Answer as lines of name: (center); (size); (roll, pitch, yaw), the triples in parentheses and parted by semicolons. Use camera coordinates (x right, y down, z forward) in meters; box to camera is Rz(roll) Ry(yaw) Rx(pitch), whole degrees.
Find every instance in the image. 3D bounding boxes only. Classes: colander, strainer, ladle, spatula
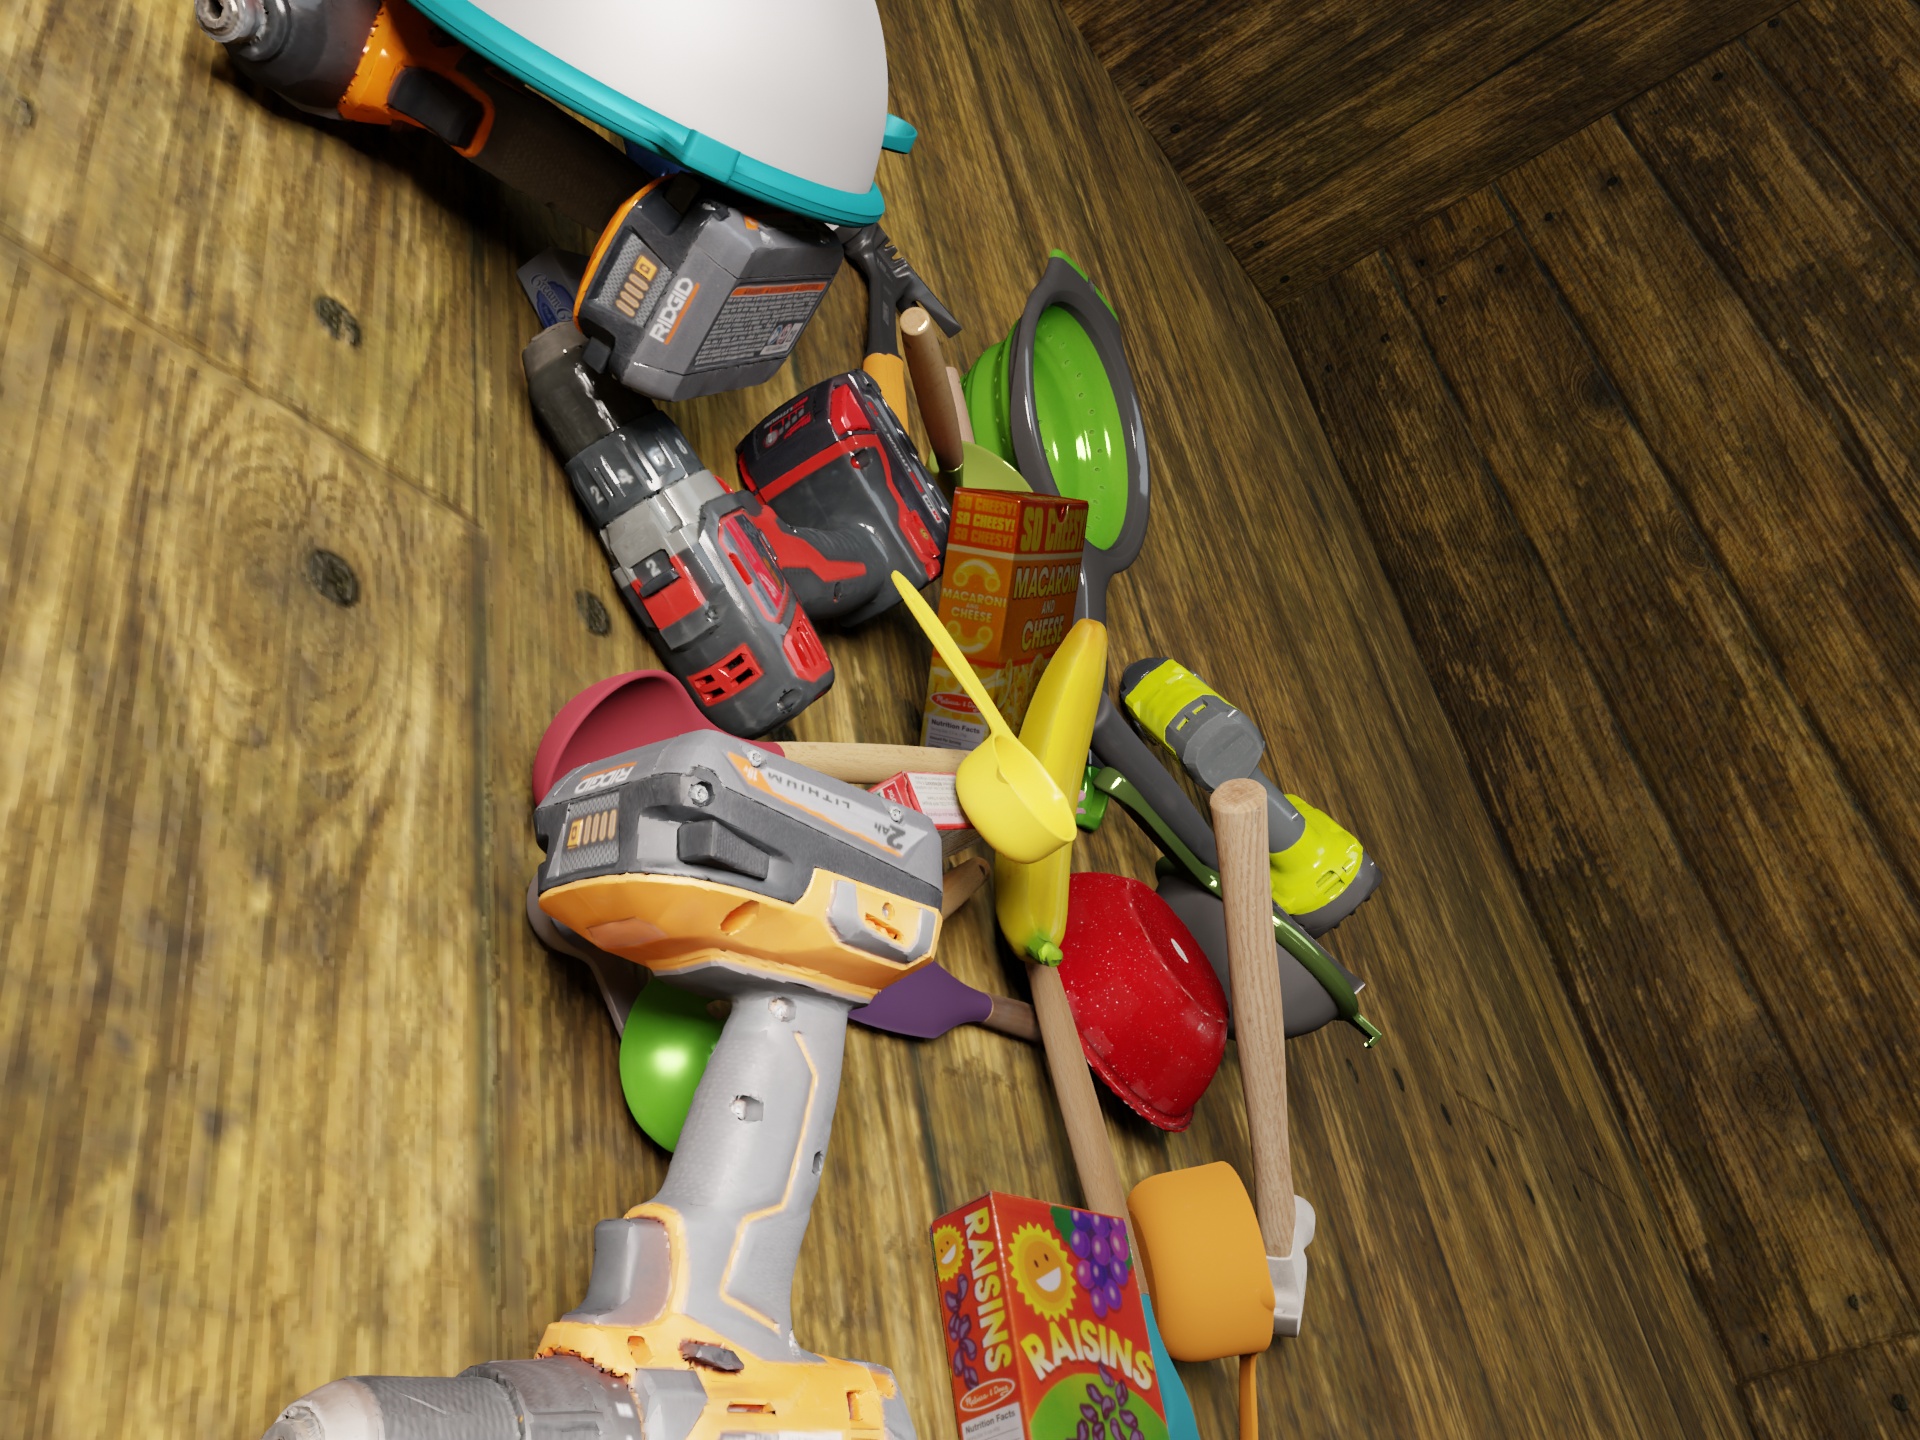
colander: (0.051, -0.117, 1.080); (0.204, 0.094, 0.397); (28, 58, -56)
strainer: (-0.081, -0.298, 0.670); (0.211, 0.095, 0.340); (36, 24, 12)
ladle: (-0.060, 0.017, 0.663); (0.031, 0.069, 0.315); (32, 14, 30)
ladle: (0.002, -0.153, 0.827); (0.078, 0.062, 0.320); (48, -2, 9)
spatula: (0.022, 0.143, 0.781); (0.315, 0.018, 0.060); (30, 35, -51)
spatula: (0.061, 0.240, 0.721); (0.082, 0.044, 0.318); (31, 37, -49)
strainer: (0.135, 0.123, 0.945); (0.256, 0.069, 0.152); (47, -12, -36)

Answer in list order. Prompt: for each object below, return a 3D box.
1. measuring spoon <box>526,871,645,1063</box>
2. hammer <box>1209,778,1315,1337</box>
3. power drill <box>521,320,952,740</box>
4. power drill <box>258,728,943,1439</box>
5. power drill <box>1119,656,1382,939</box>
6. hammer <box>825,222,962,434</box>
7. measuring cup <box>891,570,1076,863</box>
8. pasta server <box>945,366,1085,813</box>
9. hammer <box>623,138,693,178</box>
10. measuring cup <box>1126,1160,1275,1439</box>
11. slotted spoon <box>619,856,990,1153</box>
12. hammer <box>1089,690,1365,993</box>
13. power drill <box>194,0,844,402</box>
measuring spoon: (-0.115, 0.104, 0.536); (0.124, 0.018, 0.034); (66, 23, -8)
hammer: (0.160, 0.187, 0.845); (0.130, 0.031, 0.331); (-58, 143, -62)
power drill: (-0.097, -0.105, 0.736); (0.188, 0.080, 0.227); (59, 25, -7)
power drill: (-0.086, 0.121, 0.441); (0.185, 0.084, 0.226); (25, 60, -43)
power drill: (0.208, 0.048, 1.194); (0.223, 0.080, 0.171); (48, 2, -27)
hammer: (-0.046, -0.212, 1.024); (0.127, 0.034, 0.337); (45, 28, -34)
measuring cup: (-0.001, -0.002, 0.705); (0.062, 0.029, 0.157); (23, 31, -58)
pasta server: (0.025, -0.088, 0.989); (0.060, 0.040, 0.316); (53, 24, -66)
hammer: (-0.199, -0.437, 0.870); (0.035, 0.144, 0.406); (6, 67, -62)
measuring cup: (0.113, 0.300, 0.760); (0.095, 0.052, 0.173); (-149, -125, -80)
slotted spoon: (-0.042, 0.096, 0.652); (0.070, 0.031, 0.314); (66, 21, 0)
hammer: (0.157, 0.081, 1.025); (0.334, 0.035, 0.146); (46, 2, -43)
power drill: (-0.172, -0.220, 0.620); (0.226, 0.084, 0.164); (37, 23, 4)
